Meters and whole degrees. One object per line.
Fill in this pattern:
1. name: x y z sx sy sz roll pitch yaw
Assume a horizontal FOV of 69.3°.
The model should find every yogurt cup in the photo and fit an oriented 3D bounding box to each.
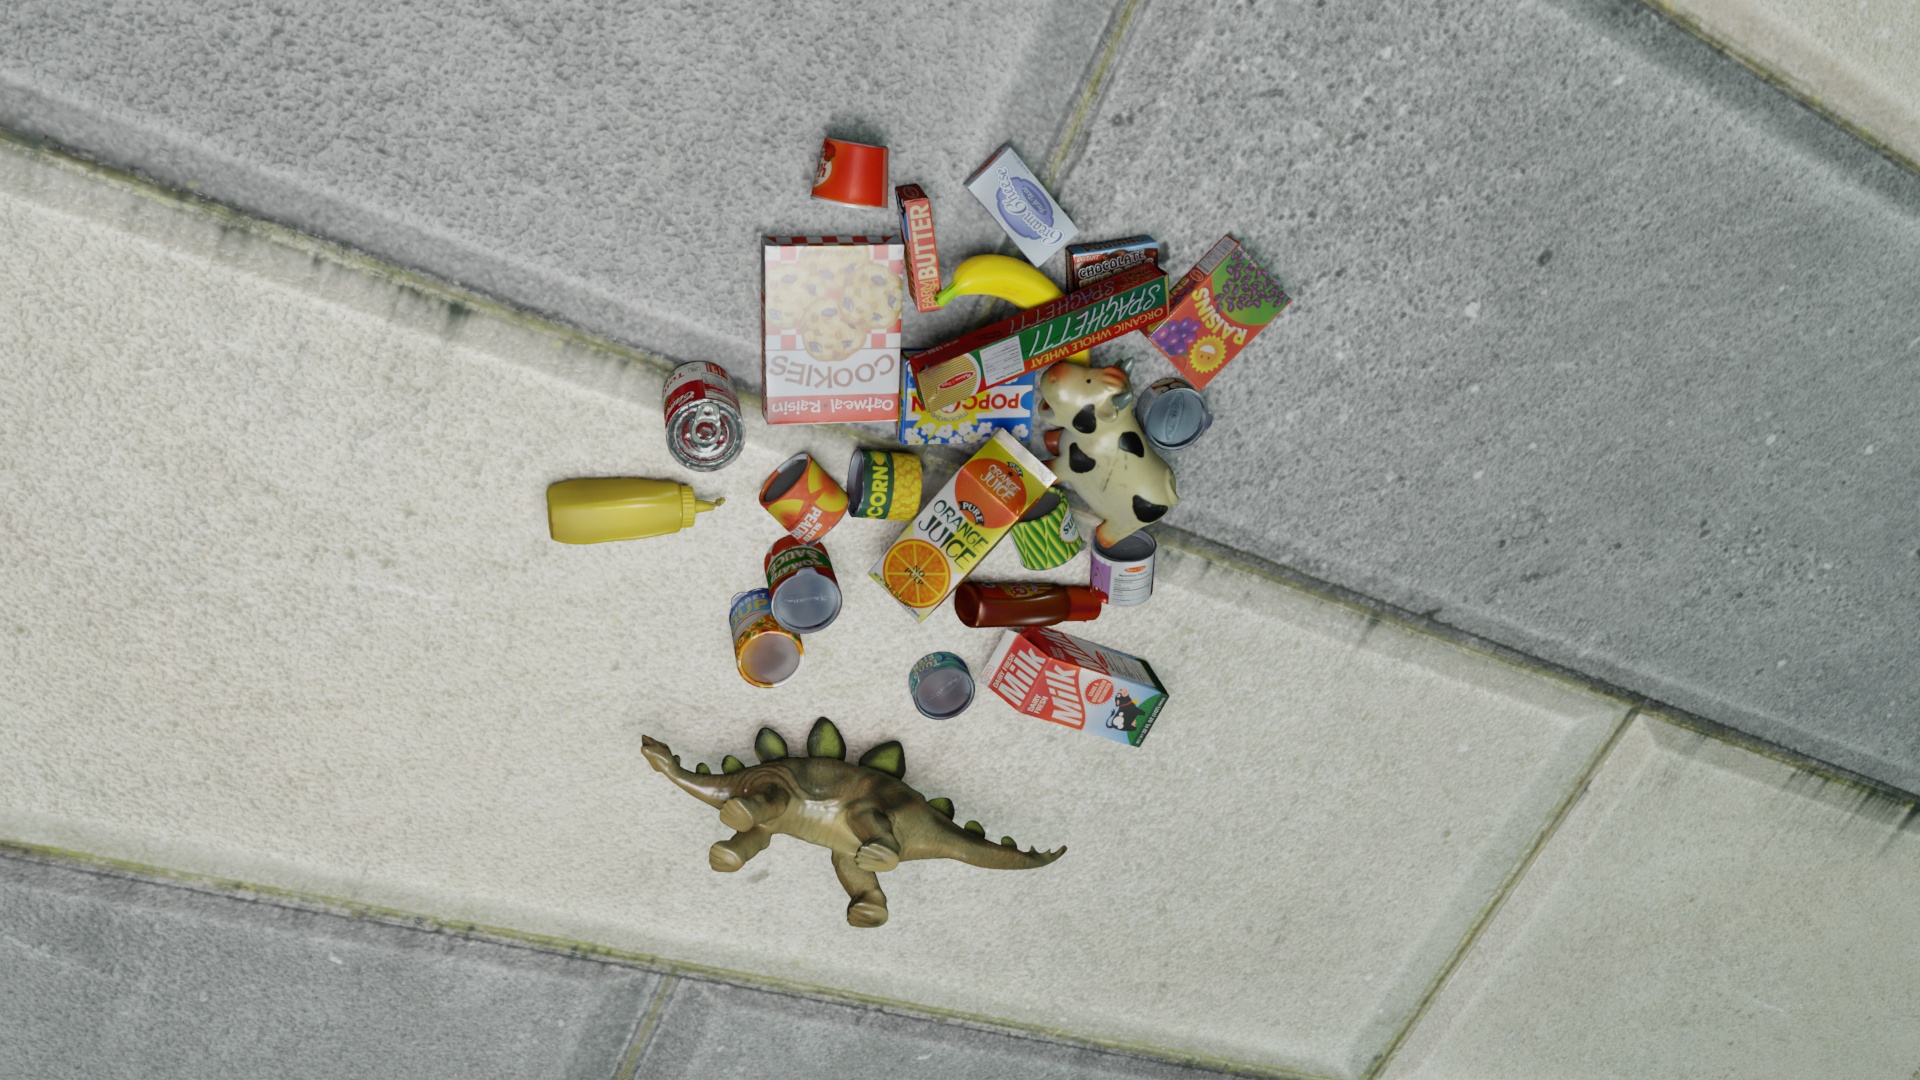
1. yogurt cup: -0.092 -0.312 1.183 0.072 0.072 0.053 4 107 -16

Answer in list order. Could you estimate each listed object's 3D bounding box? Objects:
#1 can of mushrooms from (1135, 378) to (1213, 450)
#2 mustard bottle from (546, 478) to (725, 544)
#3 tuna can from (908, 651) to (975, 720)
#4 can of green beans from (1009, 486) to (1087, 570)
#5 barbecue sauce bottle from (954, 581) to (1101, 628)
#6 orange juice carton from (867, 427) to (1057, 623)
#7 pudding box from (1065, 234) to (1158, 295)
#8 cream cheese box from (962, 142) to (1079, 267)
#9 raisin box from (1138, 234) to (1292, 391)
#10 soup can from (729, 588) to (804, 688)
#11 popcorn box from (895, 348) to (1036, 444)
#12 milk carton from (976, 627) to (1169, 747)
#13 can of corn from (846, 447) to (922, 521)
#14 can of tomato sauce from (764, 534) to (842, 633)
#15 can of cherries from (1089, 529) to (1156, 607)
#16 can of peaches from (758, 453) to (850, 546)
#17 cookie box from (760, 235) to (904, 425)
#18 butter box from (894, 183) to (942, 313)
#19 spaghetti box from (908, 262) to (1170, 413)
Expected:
1. can of mushrooms: 0.211 -0.125 1.374 0.071 0.033 0.070 -6 117 -12
2. mustard bottle: -0.295 -0.028 1.274 0.160 0.065 0.048 -3 119 -18
3. tuna can: -0.022 0.150 1.452 0.071 0.033 0.070 -6 118 -12
4. can of green beans: 0.081 -0.012 1.378 0.071 0.071 0.057 -23 119 -2
5. barbecue sauce bottle: 0.072 0.065 1.420 0.149 0.065 0.043 1 104 -25
6. orange juice carton: 0.005 -0.017 1.321 0.072 0.073 0.192 44 112 3
7. pudding box: 0.141 -0.253 1.293 0.084 0.030 0.049 -10 118 -10
8. cream cheese box: 0.055 -0.300 1.250 0.053 0.024 0.103 -41 119 9
9. raisin box: 0.243 -0.217 1.332 0.123 0.040 0.086 -45 119 10
10. soup can: -0.191 0.093 1.350 0.071 0.084 0.071 -6 117 -11
11. popcorn box: 0.004 -0.137 1.311 0.127 0.038 0.084 -3 116 -13
12. milk carton: 0.115 0.148 1.464 0.190 0.074 0.072 20 110 -22
13. can of corn: -0.072 -0.052 1.315 0.058 0.071 0.071 4 115 -17
14. can of tomato sauce: -0.153 0.039 1.332 0.071 0.083 0.070 -6 118 -12
15. can of cherries: 0.165 0.025 1.419 0.071 0.072 0.058 -8 124 -10
16. can of peaches: -0.147 -0.038 1.302 0.071 0.071 0.058 -39 118 7
17. cookie box: -0.117 -0.189 1.252 0.123 0.040 0.166 -3 116 -13
18. butter box: -0.036 -0.258 1.230 0.024 0.053 0.103 -11 118 -7
19. spaghetti box: 0.074 -0.184 1.256 0.250 0.029 0.050 -23 135 -11
